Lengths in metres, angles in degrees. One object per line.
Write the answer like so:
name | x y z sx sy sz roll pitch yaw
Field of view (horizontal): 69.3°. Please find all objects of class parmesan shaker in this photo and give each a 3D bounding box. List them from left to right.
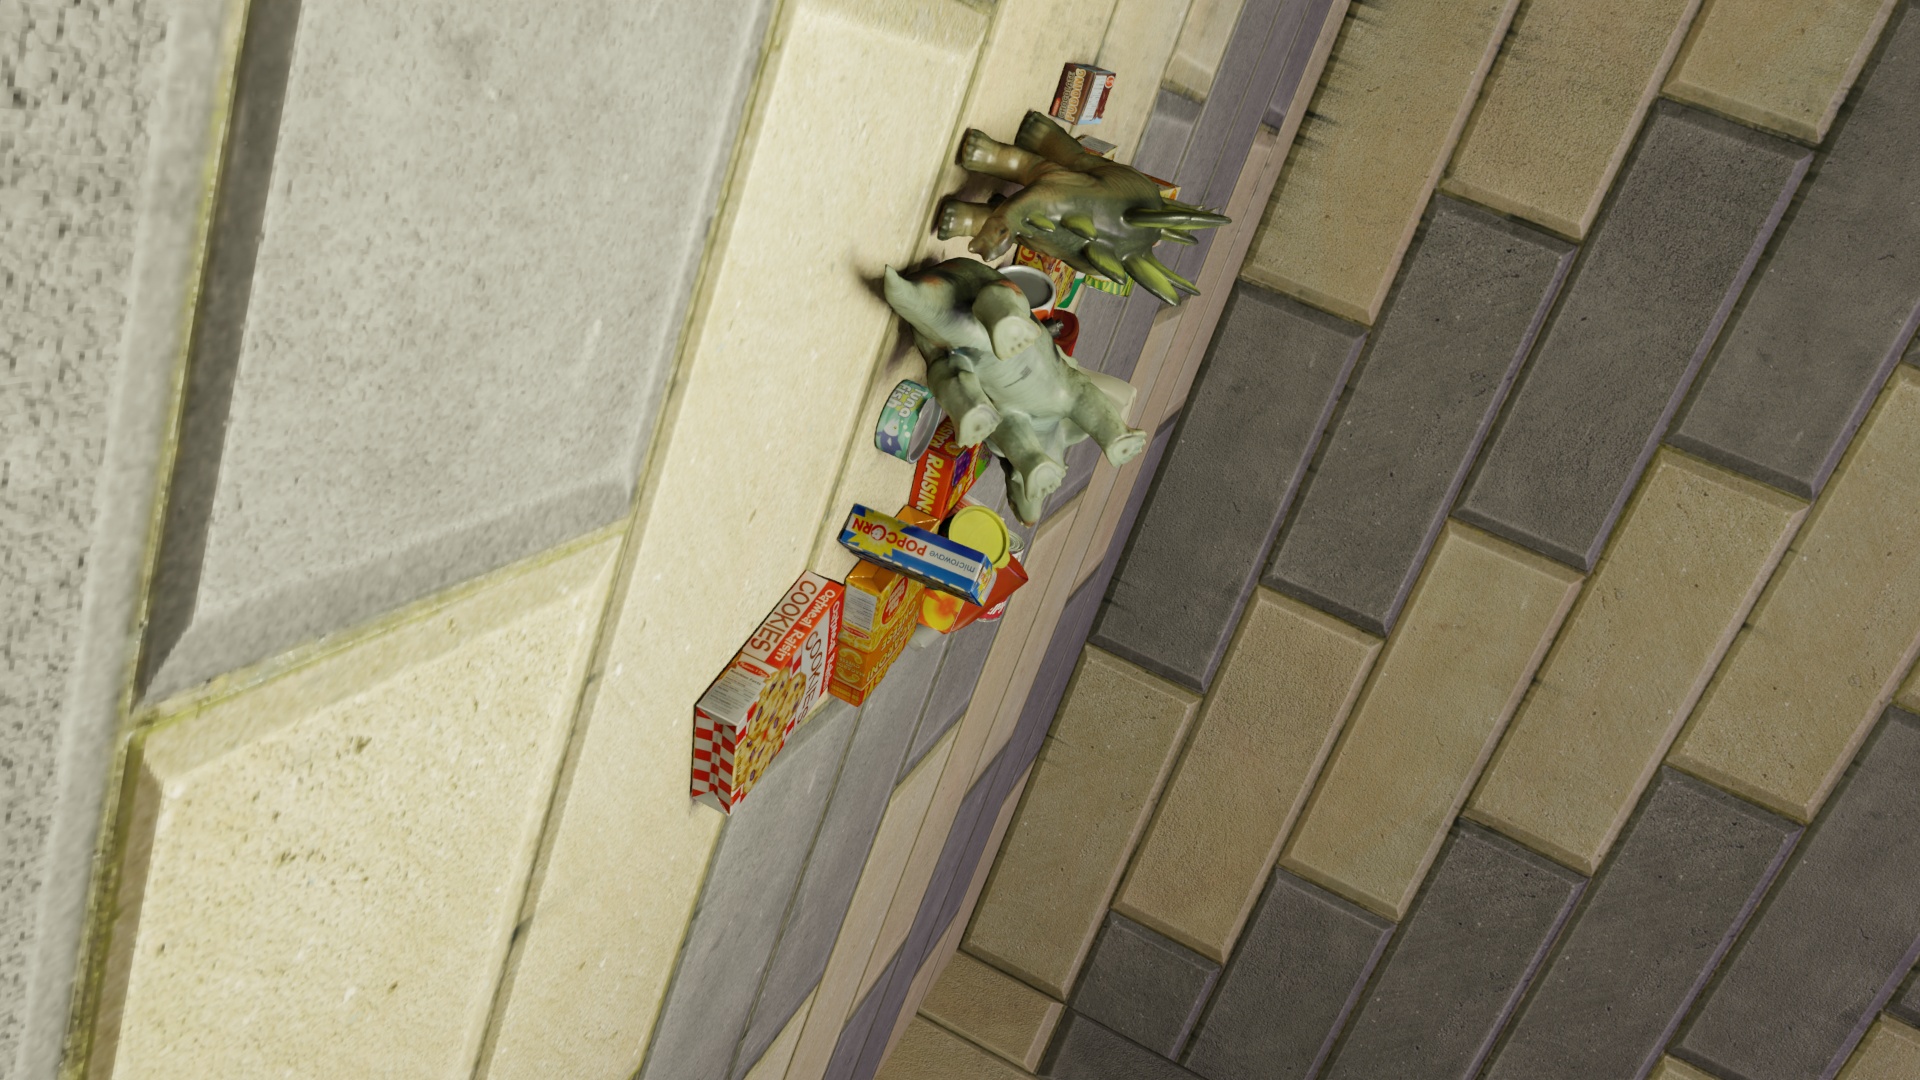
parmesan shaker | -0.002 0.011 1.395 0.071 0.071 0.102 -60 -165 -26

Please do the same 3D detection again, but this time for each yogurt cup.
yogurt cup | 0.005 -0.019 1.483 0.054 0.072 0.072 -58 169 3

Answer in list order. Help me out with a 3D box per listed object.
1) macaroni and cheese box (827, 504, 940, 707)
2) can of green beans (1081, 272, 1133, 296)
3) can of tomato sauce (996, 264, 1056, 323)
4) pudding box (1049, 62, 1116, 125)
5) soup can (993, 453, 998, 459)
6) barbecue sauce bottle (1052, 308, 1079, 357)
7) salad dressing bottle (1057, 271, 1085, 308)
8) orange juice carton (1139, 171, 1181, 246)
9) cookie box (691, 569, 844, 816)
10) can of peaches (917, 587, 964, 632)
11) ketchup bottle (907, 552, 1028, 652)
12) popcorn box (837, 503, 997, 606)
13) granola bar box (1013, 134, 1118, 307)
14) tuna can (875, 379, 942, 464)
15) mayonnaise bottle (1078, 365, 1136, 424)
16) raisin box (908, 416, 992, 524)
macaroni and cheese box | -0.075 0.065 1.351 0.124 0.040 0.165 -53 163 -44
can of green beans | 0.174 -0.321 1.609 0.071 0.071 0.057 -40 152 -64
can of tomato sauce | 0.054 -0.206 1.303 0.071 0.071 0.082 -57 165 -36
pudding box | 0.112 -0.404 1.258 0.084 0.030 0.049 -41 152 -64
soup can | 0.079 -0.130 1.561 0.084 0.071 0.071 -58 166 -33
barbecue sauce bottle | 0.100 -0.191 1.597 0.147 0.044 0.065 103 1 -46
salad dressing bottle | 0.129 -0.314 1.449 0.044 0.064 0.147 -35 156 -58
orange juice carton | 0.184 -0.368 1.545 0.193 0.072 0.072 -40 151 -65
cookie box | -0.153 0.121 1.120 0.168 0.040 0.122 -54 164 -43
can of peaches | -0.031 0.059 1.476 0.058 0.071 0.071 -66 168 3
ketchup bottle | 0.001 0.068 1.533 0.148 0.044 0.064 -38 143 12
popcorn box | -0.035 0.014 1.212 0.085 0.127 0.038 53 59 -77
granola bar box | 0.096 -0.305 1.364 0.125 0.039 0.164 -48 160 -57
tuna can | -0.043 -0.102 1.174 0.071 0.033 0.070 -61 167 -23
mayonnaise bottle | 0.104 -0.157 1.425 0.041 0.148 0.064 -56 165 -38
raisin box | -0.003 -0.083 1.373 0.124 0.040 0.085 -51 162 -48
